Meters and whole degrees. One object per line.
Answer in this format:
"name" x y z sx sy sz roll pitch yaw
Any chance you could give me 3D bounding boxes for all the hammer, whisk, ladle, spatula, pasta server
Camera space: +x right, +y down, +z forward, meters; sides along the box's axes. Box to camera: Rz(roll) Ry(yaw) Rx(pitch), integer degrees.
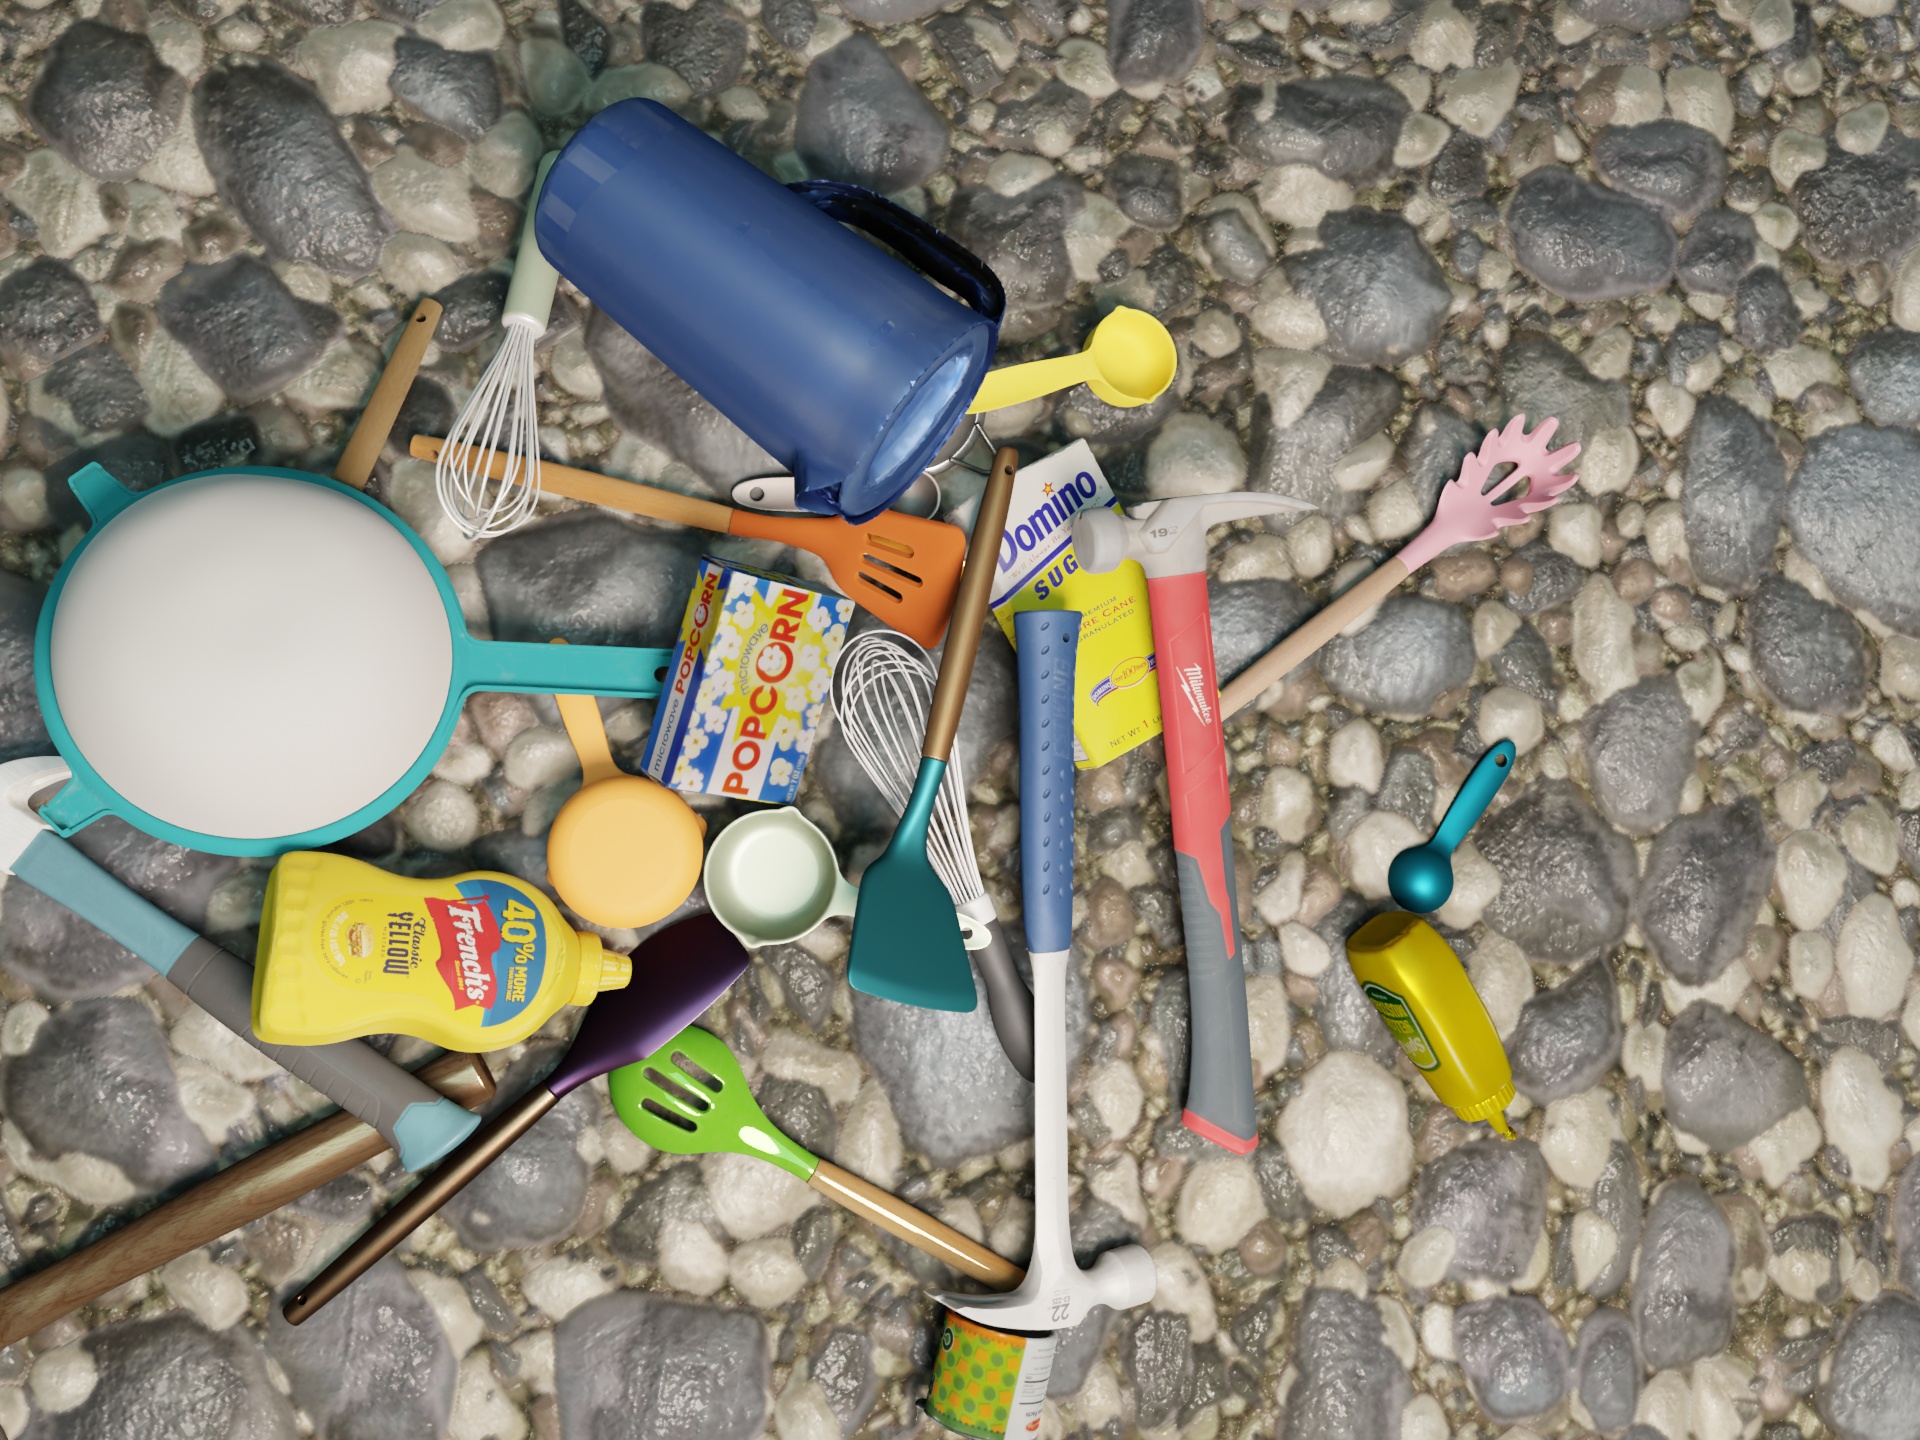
"hammer" 0.046 0.141 0.897 0.144 0.035 0.405 -1 91 -34
"whisk" -0.005 0.082 0.928 0.070 0.070 0.284 -22 94 -10
"ladle" -0.358 -0.092 0.892 0.078 0.062 0.320 20 76 -1
"spatula" -0.250 0.222 0.889 0.316 0.018 0.060 -42 61 -8
"hammer" -0.411 0.264 0.857 0.331 0.031 0.130 -27 91 -11
"hammer" 0.155 0.061 0.930 0.143 0.038 0.386 -9 98 -17
"hammer" -0.404 0.136 0.849 0.331 0.033 0.128 34 79 1
"whisk" -0.249 -0.215 0.898 0.057 0.059 0.246 20 69 -34
"spatula" -0.001 -0.003 0.877 0.082 0.044 0.317 18 80 -30
"spatula" -0.158 -0.118 0.919 0.322 0.041 0.081 13 121 -6
"pasta server" 0.255 -0.083 0.989 0.316 0.040 0.060 -37 80 -9

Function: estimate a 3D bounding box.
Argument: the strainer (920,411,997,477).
"strainer" -0.081 -0.228 0.944 0.258 0.050 0.087 37 93 -2

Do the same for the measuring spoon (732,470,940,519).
"measuring spoon" -0.074 -0.134 0.952 0.124 0.018 0.034 1 89 -3

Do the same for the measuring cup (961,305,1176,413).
"measuring cup" 0.057 -0.206 0.958 0.156 0.029 0.062 -18 90 -19

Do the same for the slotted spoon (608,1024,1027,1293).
"slotted spoon" -0.062 0.270 0.917 0.313 0.031 0.070 32 79 -7

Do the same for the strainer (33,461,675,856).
"strainer" -0.297 -0.038 0.822 0.340 0.095 0.211 2 79 -17

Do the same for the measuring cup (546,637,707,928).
"measuring cup" -0.202 0.034 0.896 0.095 0.052 0.173 -19 91 -10

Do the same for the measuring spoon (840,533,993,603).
"measuring spoon" -0.017 -0.092 0.960 0.117 0.011 0.021 19 80 -11

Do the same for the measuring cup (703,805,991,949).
"measuring cup" -0.064 0.101 0.914 0.167 0.038 0.083 16 88 -2

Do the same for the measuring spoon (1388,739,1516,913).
"measuring spoon" 0.315 0.065 0.995 0.042 0.021 0.128 36 82 -5
